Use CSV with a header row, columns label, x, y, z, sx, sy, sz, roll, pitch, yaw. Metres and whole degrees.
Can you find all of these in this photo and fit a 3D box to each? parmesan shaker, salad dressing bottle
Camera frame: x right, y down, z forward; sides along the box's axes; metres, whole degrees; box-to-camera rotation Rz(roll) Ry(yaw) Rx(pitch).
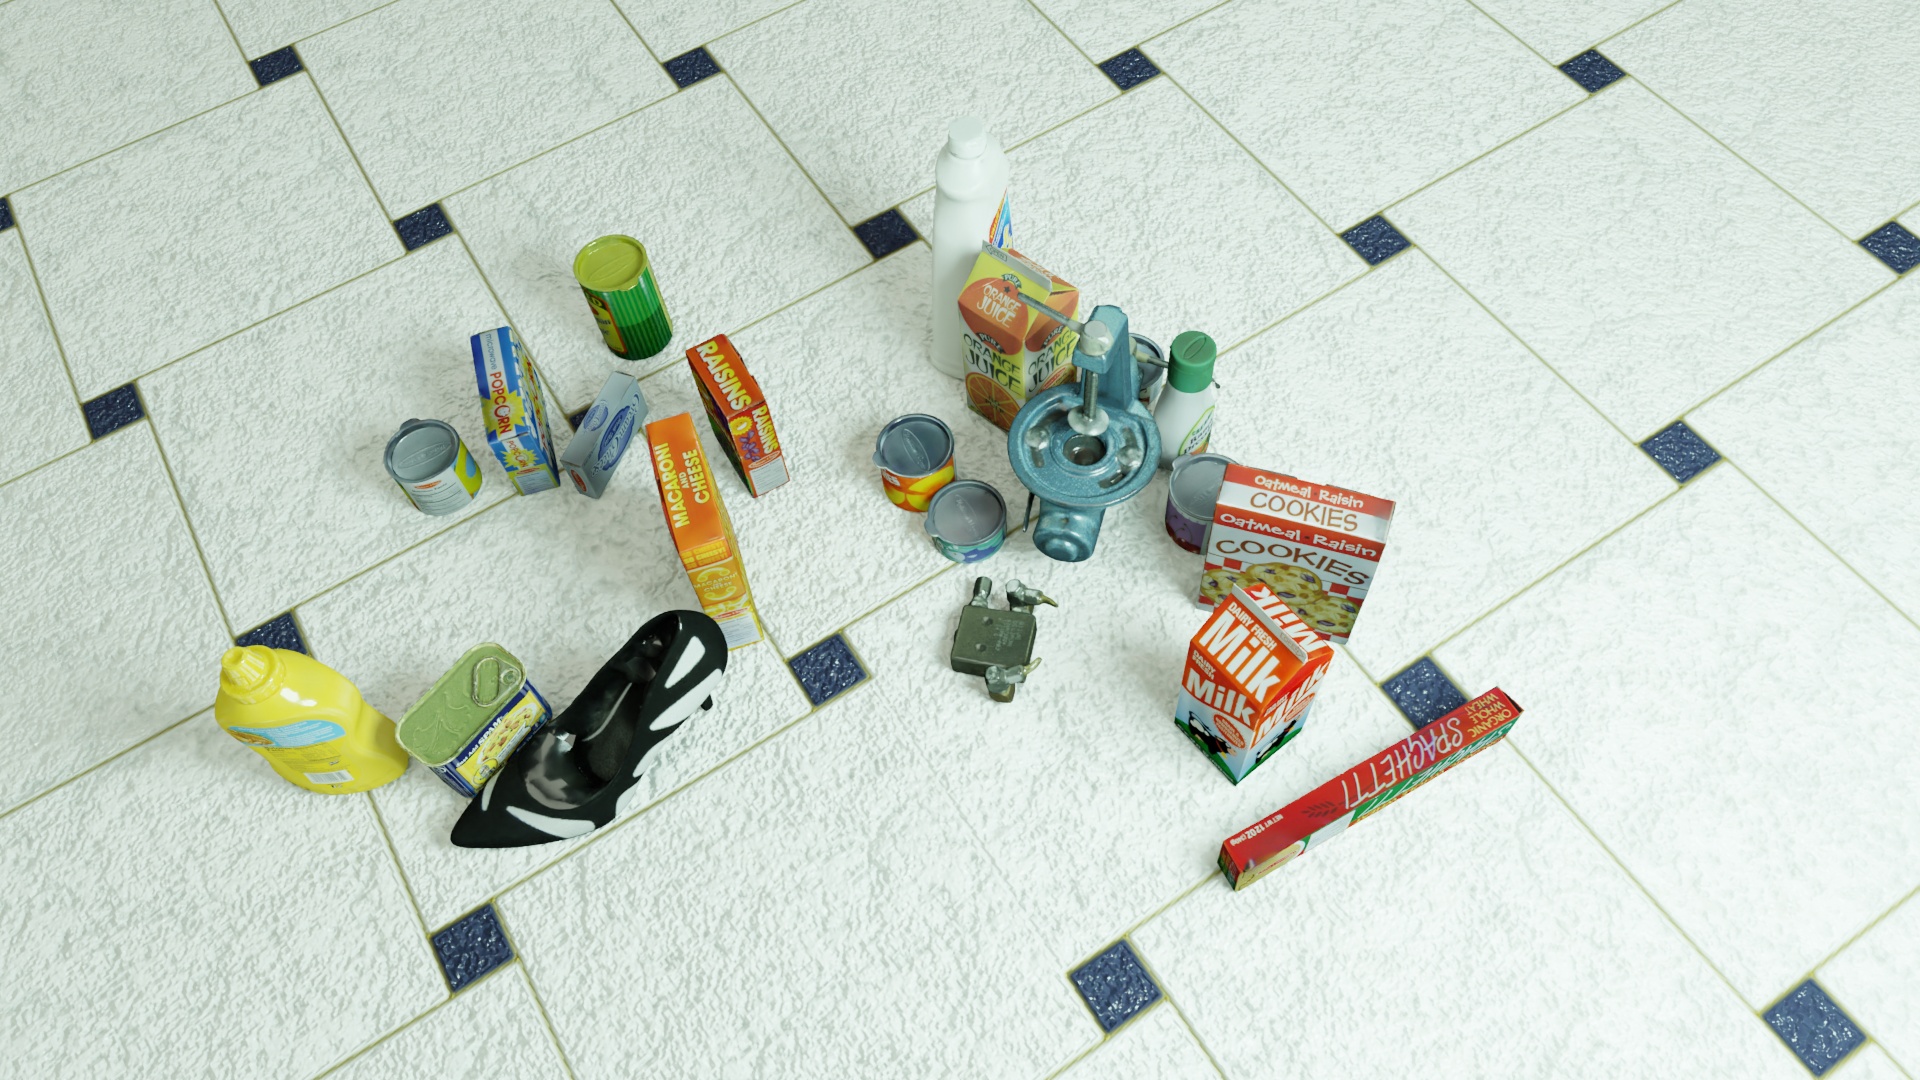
label,x,y,z,sx,sy,sz,roll,pitch,yaw
parmesan shaker,-0.306,-0.219,1.271,0.071,0.102,0.071,-2,59,3
salad dressing bottle,0.187,-0.114,1.150,0.044,0.147,0.064,36,68,22

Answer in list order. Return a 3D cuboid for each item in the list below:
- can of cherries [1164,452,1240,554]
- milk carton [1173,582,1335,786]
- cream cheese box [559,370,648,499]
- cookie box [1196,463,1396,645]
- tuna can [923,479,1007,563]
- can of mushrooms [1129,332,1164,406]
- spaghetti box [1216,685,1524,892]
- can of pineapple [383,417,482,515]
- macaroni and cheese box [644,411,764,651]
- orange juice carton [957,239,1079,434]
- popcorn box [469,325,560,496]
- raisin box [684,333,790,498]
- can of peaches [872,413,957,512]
label,x,y,z,sx,sy,sz,roll,pitch,yaw
can of cherries,0.203,-0.032,1.152,0.071,0.058,0.072,-2,59,3
milk carton,0.210,0.098,0.997,0.073,0.189,0.072,-36,63,-16
cream cheese box,-0.313,-0.093,1.225,0.024,0.053,0.104,15,61,13
cookie box,0.251,0.012,1.059,0.123,0.166,0.040,14,61,12
tuna can,0.004,-0.015,1.169,0.071,0.032,0.071,-2,59,3
can of mushrooms,0.146,-0.151,1.241,0.071,0.033,0.071,-2,59,3
spaghetti box,0.302,0.182,1.022,0.251,0.050,0.029,-26,61,-12
can of pineapple,-0.461,-0.065,1.215,0.071,0.057,0.071,-2,59,3
macaroni and cheese box,-0.201,-0.003,1.098,0.040,0.165,0.124,-18,60,-6
orange juice carton,0.050,-0.172,1.168,0.072,0.191,0.073,36,68,22
popcorn box,-0.392,-0.114,1.224,0.038,0.084,0.127,-17,60,-6
raisin box,-0.188,-0.105,1.183,0.040,0.122,0.086,-28,61,-12
can of peaches,-0.039,-0.065,1.188,0.071,0.057,0.071,-2,59,3
